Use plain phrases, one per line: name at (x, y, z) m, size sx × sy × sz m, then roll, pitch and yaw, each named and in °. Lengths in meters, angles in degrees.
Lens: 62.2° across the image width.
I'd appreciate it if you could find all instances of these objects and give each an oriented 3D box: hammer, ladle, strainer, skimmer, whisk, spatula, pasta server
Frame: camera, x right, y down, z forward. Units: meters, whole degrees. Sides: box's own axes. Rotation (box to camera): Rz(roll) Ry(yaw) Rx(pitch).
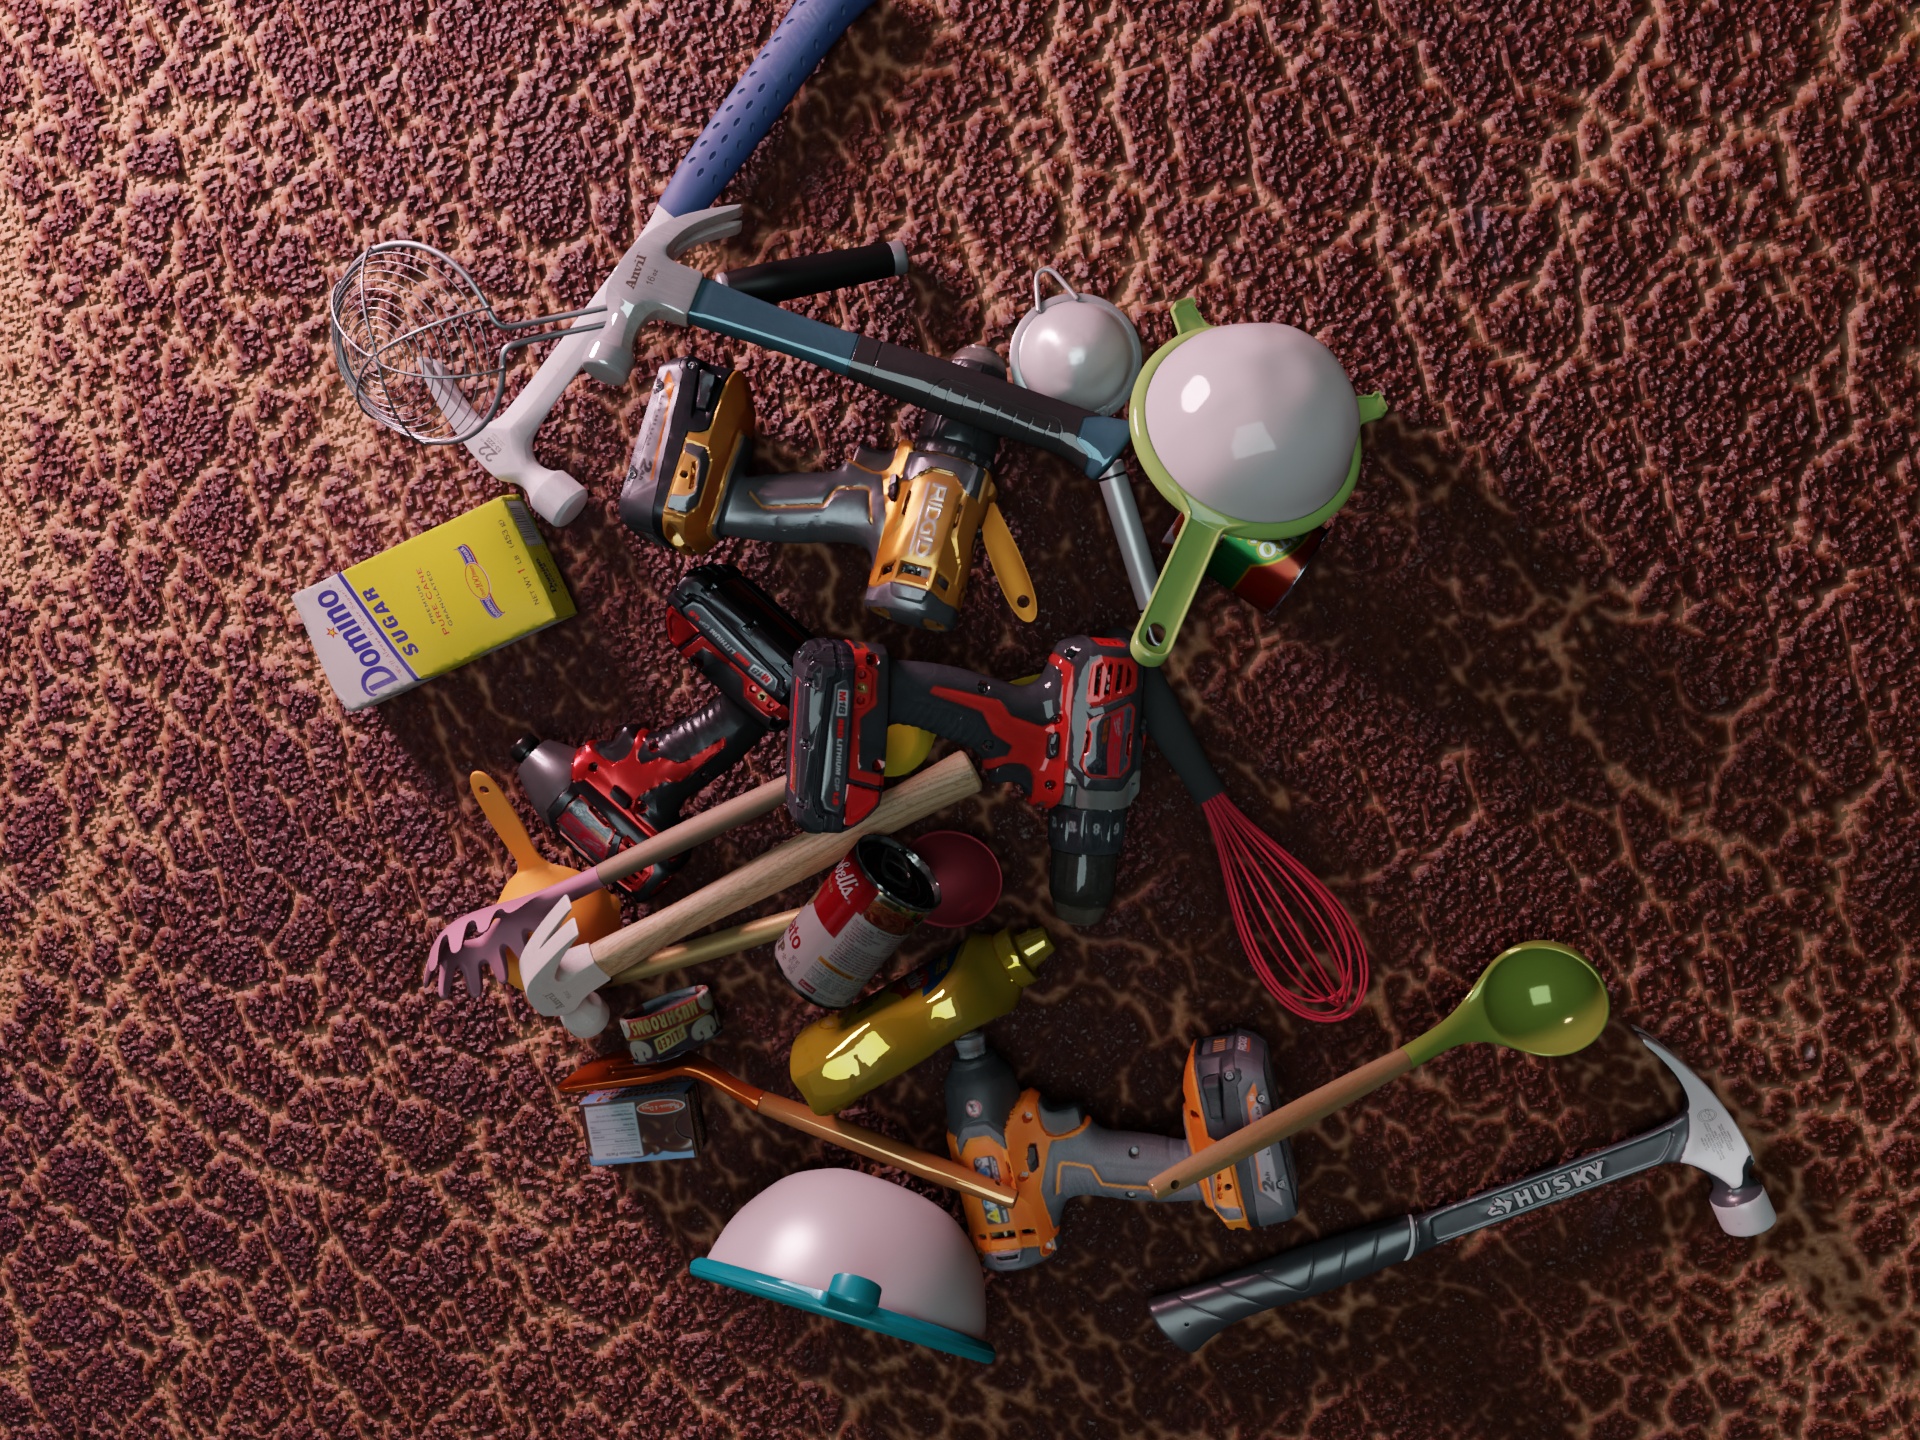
hammer at (-0.138, 0.106, 1.060) m, size 0.331 × 0.129 × 0.031 m, roll -27°, pitch 57°, yaw -4°
ladle at (0.264, 0.227, 1.001) m, size 0.320 × 0.062 × 0.078 m, roll -24°, pitch 97°, yaw -11°
ladle at (-0.117, 0.142, 1.112) m, size 0.315 × 0.031 × 0.069 m, roll -18°, pitch 93°, yaw 12°
hammer at (-0.053, -0.218, 0.977) m, size 0.331 × 0.033 × 0.128 m, roll 19°, pitch 77°, yaw -4°
strainer at (0.161, -0.147, 0.940) m, size 0.151 × 0.069 × 0.256 m, roll 27°, pitch 65°, yaw -1°
hammer at (0.318, 0.337, 1.071) m, size 0.409 × 0.036 × 0.149 m, roll -24°, pitch 93°, yaw 11°
skimmer at (-0.216, -0.267, 1.023) m, size 0.363 × 0.090 × 0.127 m, roll -15°, pitch 112°, yaw -13°
whisk at (0.175, 0.066, 1.044) m, size 0.073 × 0.073 × 0.296 m, roll -32°, pitch 86°, yaw 12°
spatula at (-0.115, 0.276, 1.085) m, size 0.322 × 0.081 × 0.041 m, roll 18°, pitch 101°, yaw 12°
pasta server at (-0.210, 0.097, 1.045) m, size 0.316 × 0.060 × 0.040 m, roll -25°, pitch 57°, yaw 3°
hammer at (-0.201, -0.328, 1.051) m, size 0.144 × 0.035 × 0.405 m, roll 41°, pitch 102°, yaw 1°
strainer at (0.097, -0.170, 1.029) m, size 0.087 × 0.050 × 0.258 m, roll -19°, pitch 99°, yaw -4°
strainer at (-0.062, 0.333, 1.012) m, size 0.211 × 0.340 × 0.095 m, roll 16°, pitch 67°, yaw 1°

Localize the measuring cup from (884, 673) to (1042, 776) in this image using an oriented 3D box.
measuring cup at (-0.002, -0.003, 1.071) m, size 0.156 × 0.029 × 0.062 m, roll -17°, pitch 96°, yaw 12°

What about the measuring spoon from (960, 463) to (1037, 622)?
measuring spoon at (0.026, -0.120, 1.062) m, size 0.021 × 0.011 × 0.117 m, roll -21°, pitch 98°, yaw 9°

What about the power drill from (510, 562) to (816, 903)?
power drill at (-0.202, 0.005, 1.082) m, size 0.143 × 0.078 × 0.219 m, roll 42°, pitch 105°, yaw 1°

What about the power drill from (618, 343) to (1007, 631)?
power drill at (-0.086, -0.171, 1.027) m, size 0.226 × 0.084 × 0.185 m, roll 15°, pitch 84°, yaw 6°

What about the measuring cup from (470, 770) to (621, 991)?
measuring cup at (-0.300, 0.117, 1.090) m, size 0.095 × 0.052 × 0.173 m, roll -13°, pitch 120°, yaw 14°

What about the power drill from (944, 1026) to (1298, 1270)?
power drill at (0.100, 0.274, 1.073) m, size 0.226 × 0.084 × 0.164 m, roll -13°, pitch 96°, yaw 14°

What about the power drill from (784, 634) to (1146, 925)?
power drill at (0.006, 0.036, 1.009) m, size 0.226 × 0.080 × 0.188 m, roll 2°, pitch 98°, yaw -12°
